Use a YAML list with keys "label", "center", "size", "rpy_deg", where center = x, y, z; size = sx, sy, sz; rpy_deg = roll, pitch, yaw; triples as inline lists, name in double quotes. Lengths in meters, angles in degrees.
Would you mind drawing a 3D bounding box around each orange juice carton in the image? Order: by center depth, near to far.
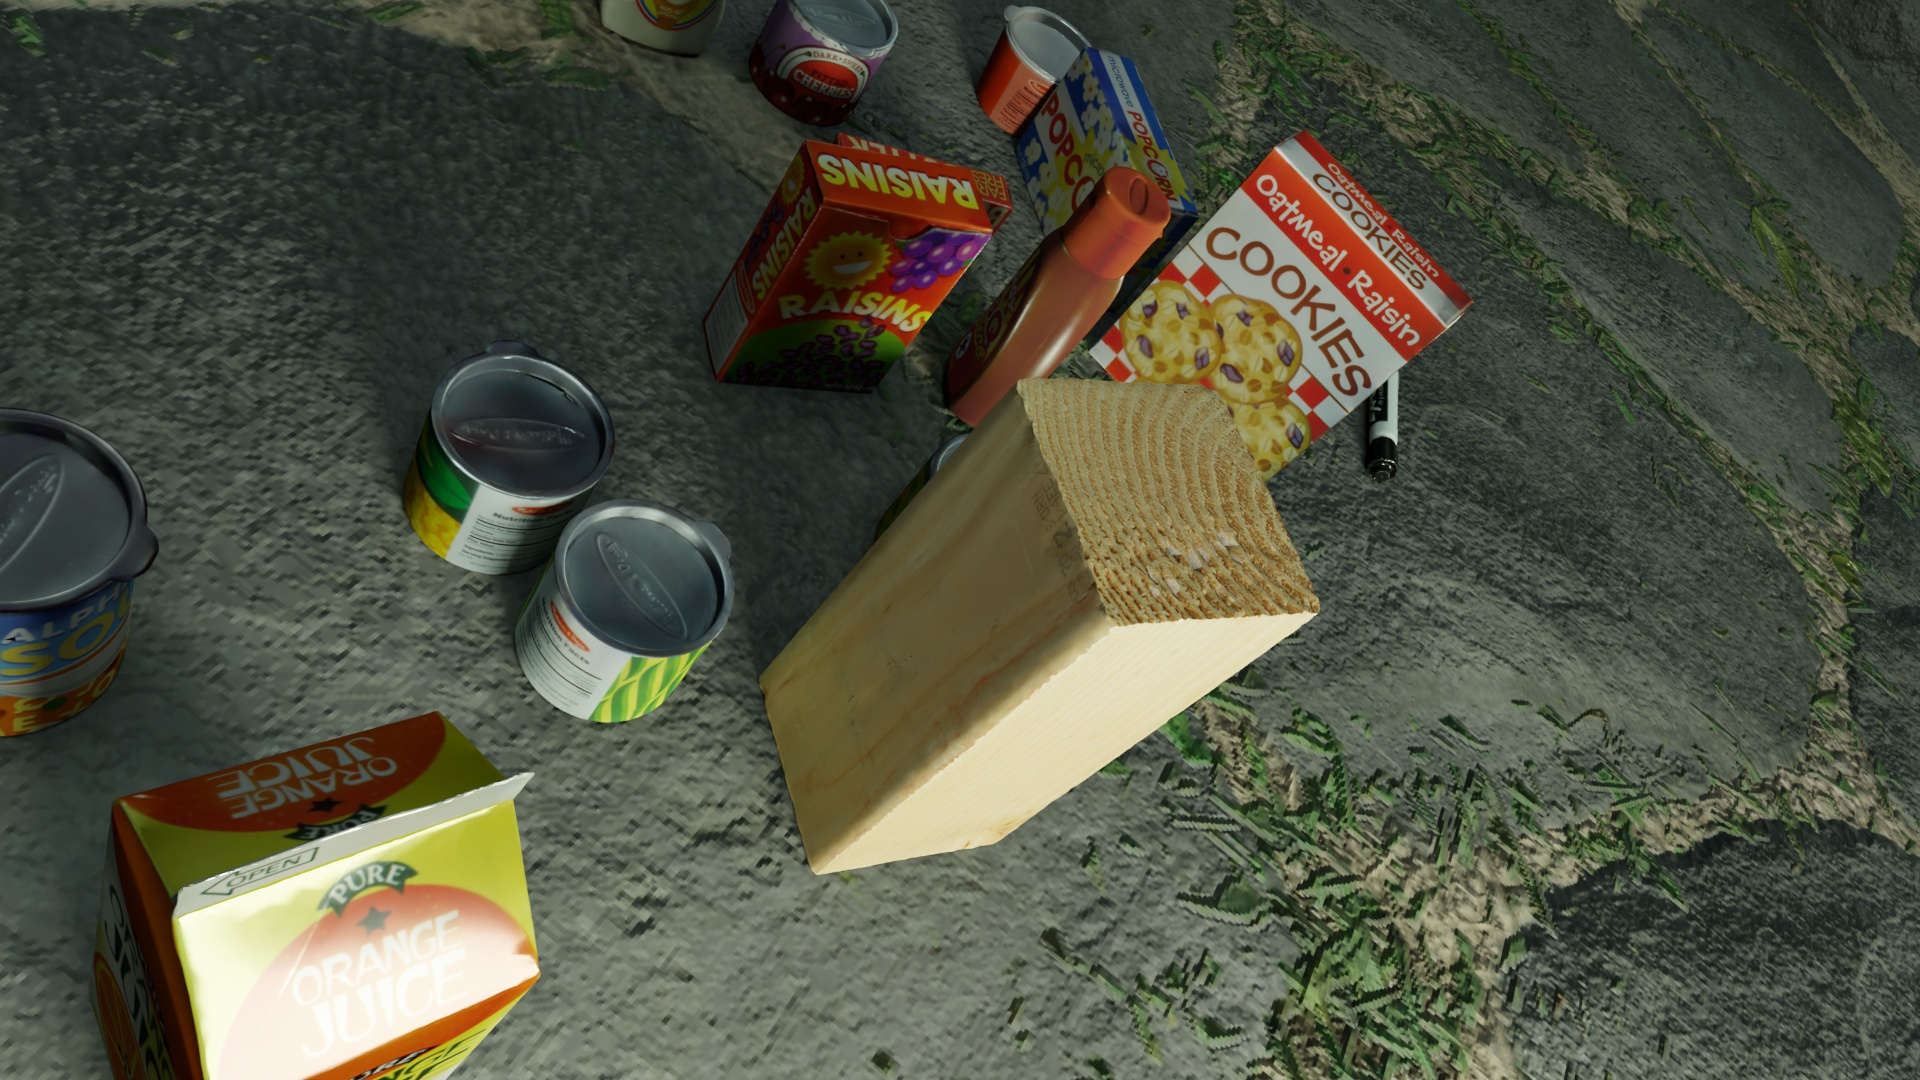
- label: "orange juice carton"
  center: [-0.163, 0.104, 0.343]
  size: [0.072, 0.191, 0.073]
  rpy_deg: [-14, 68, -40]

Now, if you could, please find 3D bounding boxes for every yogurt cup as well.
- label: "yogurt cup"
  center: [0.046, -0.287, 0.862]
  size: [0.072, 0.053, 0.073]
  rpy_deg: [18, 51, -23]

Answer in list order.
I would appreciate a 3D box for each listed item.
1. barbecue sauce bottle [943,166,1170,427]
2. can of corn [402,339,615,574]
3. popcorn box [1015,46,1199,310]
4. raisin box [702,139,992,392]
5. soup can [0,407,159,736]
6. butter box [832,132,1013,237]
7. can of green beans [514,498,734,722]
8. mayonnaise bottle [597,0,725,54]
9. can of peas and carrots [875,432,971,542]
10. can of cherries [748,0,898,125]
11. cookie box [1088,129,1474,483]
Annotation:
- label: "barbecue sauce bottle"
  center: [0.045, -0.117, 0.673]
  size: [0.043, 0.147, 0.065]
  rpy_deg: [26, 48, -16]
- label: "can of corn"
  center: [-0.173, -0.031, 0.528]
  size: [0.071, 0.058, 0.071]
  rpy_deg: [18, 51, -23]
- label: "popcorn box"
  center: [0.082, -0.211, 0.810]
  size: [0.038, 0.084, 0.127]
  rpy_deg: [3, 57, -32]
- label: "raisin box"
  center: [-0.054, -0.118, 0.625]
  size: [0.086, 0.122, 0.040]
  rpy_deg: [2, 59, -33]
- label: "soup can"
  center: [-0.278, 0.013, 0.408]
  size: [0.071, 0.083, 0.072]
  rpy_deg: [18, 51, -23]
- label: "butter box"
  center: [-0.029, -0.178, 0.734]
  size: [0.103, 0.053, 0.024]
  rpy_deg: [6, 56, -31]
- label: "can of green beans"
  center: [-0.126, 0.027, 0.518]
  size: [0.071, 0.057, 0.071]
  rpy_deg: [18, 51, -23]
- label: "mayonnaise bottle"
  center: [-0.132, -0.315, 0.697]
  size: [0.065, 0.147, 0.041]
  rpy_deg: [8, 55, -30]
- label: "can of peas and carrots"
  center: [0.002, -0.008, 0.629]
  size: [0.071, 0.058, 0.071]
  rpy_deg: [18, 51, -23]
- label: "can of cherries"
  center: [-0.076, -0.271, 0.766]
  size: [0.071, 0.058, 0.072]
  rpy_deg: [18, 51, -23]
- label: "cookie box"
  center: [0.164, -0.113, 0.737]
  size: [0.123, 0.166, 0.040]
  rpy_deg: [48, 46, 4]
